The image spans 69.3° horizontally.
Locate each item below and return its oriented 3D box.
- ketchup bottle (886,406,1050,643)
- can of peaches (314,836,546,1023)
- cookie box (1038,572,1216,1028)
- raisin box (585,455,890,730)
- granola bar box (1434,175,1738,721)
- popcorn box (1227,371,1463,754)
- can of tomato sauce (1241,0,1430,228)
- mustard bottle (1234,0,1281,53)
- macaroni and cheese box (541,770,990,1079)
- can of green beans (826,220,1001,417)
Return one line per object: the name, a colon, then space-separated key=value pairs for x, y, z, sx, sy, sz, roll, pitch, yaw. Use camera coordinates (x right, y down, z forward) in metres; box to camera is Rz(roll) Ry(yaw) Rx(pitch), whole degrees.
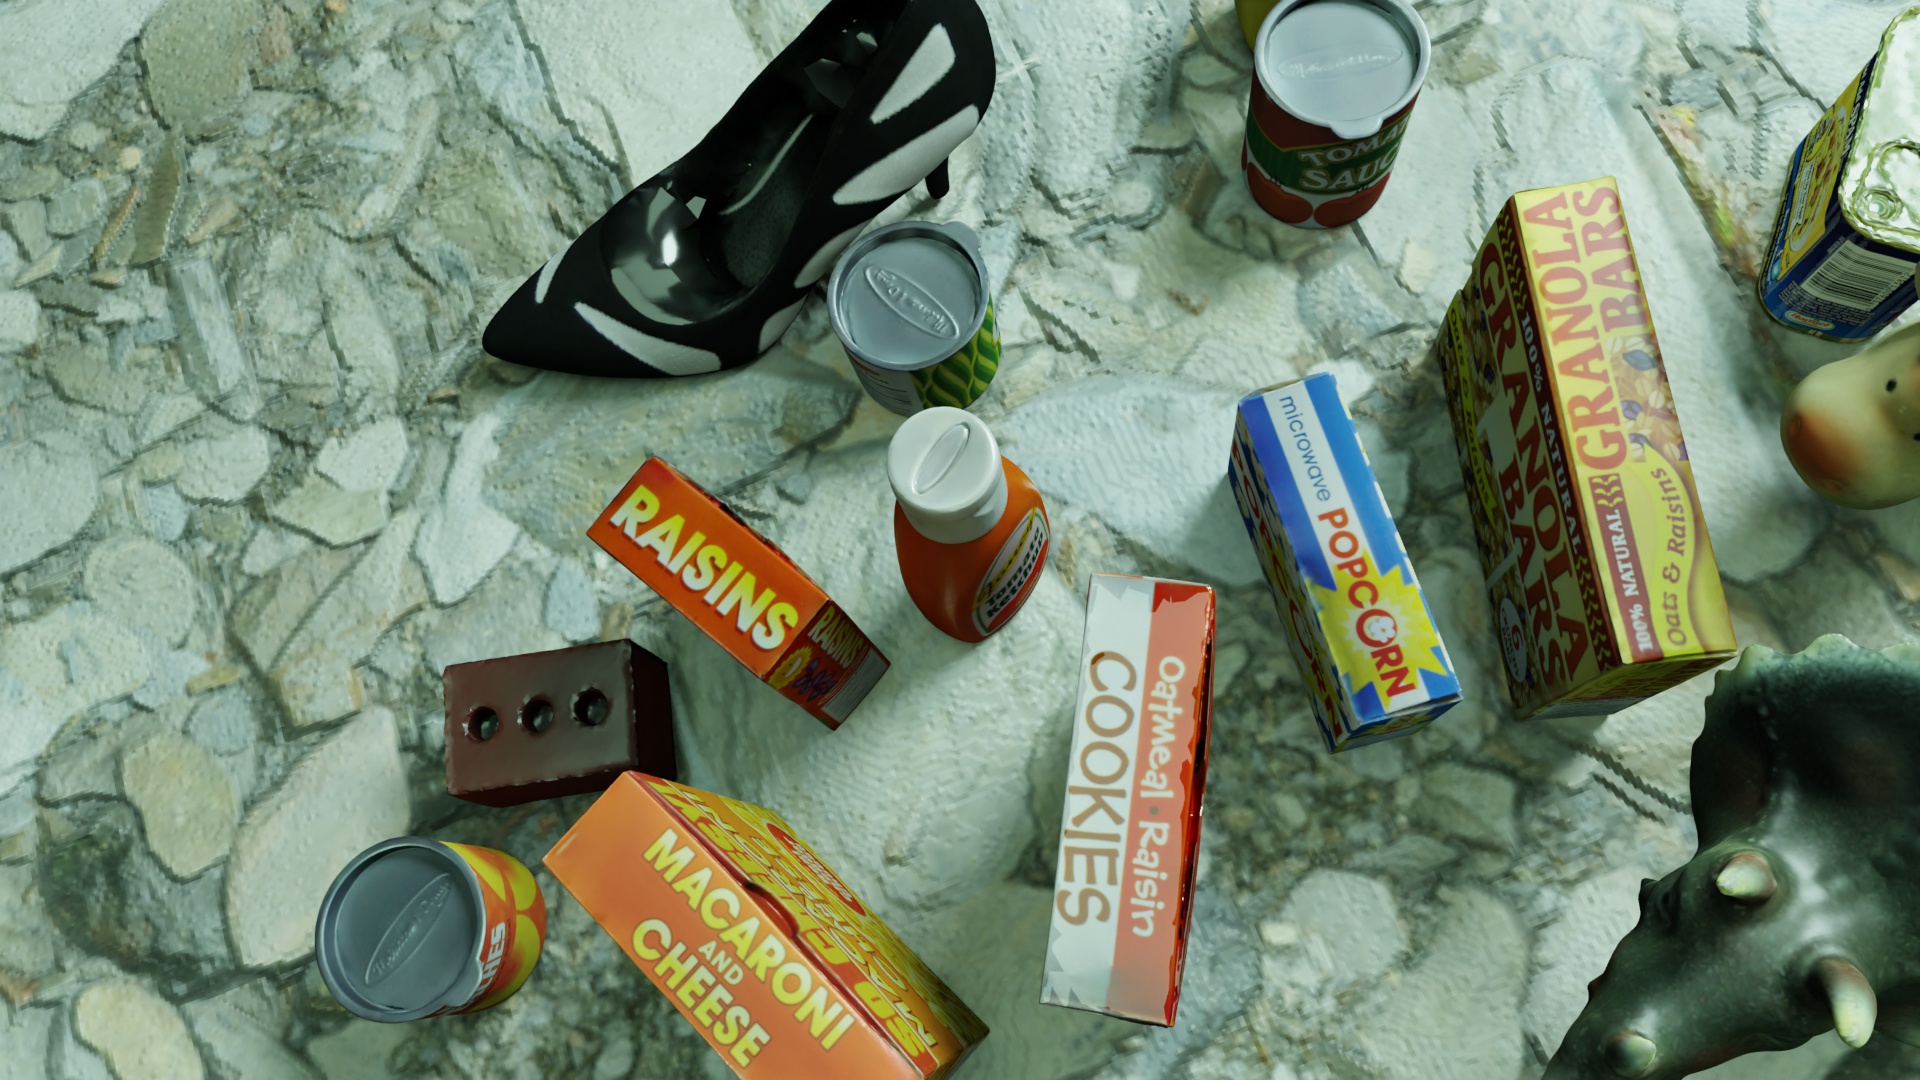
ketchup bottle: x=0.002 y=-0.006 z=0.507 sx=0.043 sy=0.148 sz=0.065 roll=32 pitch=80 yaw=14
can of peaches: x=-0.200 y=0.151 z=0.534 sx=0.071 sy=0.058 sz=0.071 roll=-2 pitch=74 yaw=7
cookie box: x=0.058 y=0.090 z=0.463 sx=0.040 sy=0.167 sz=0.123 roll=5 pitch=75 yaw=9
raisin box: x=-0.078 y=0.024 z=0.522 sx=0.086 sy=0.123 sz=0.040 roll=38 pitch=82 yaw=15
granola bar box: x=0.216 y=-0.025 z=0.500 sx=0.039 sy=0.124 sz=0.166 roll=-7 pitch=73 yaw=5
popcorn box: x=0.139 y=0.011 z=0.519 sx=0.038 sy=0.085 sz=0.127 roll=-17 pitch=73 yaw=2
can of tomato sauce: x=0.152 y=-0.175 z=0.573 sx=0.071 sy=0.083 sz=0.071 roll=-2 pitch=74 yaw=7
mustard bottle: x=0.145 y=-0.256 z=0.557 sx=0.065 sy=0.160 sz=0.049 roll=-7 pitch=74 yaw=5
macaroni and cheese box: x=-0.055 y=0.138 z=0.463 sx=0.124 sy=0.166 sz=0.040 roll=41 pitch=83 yaw=16
can of green beans: x=-0.018 y=-0.091 z=0.582 sx=0.071 sy=0.057 sz=0.071 roll=-2 pitch=74 yaw=7
